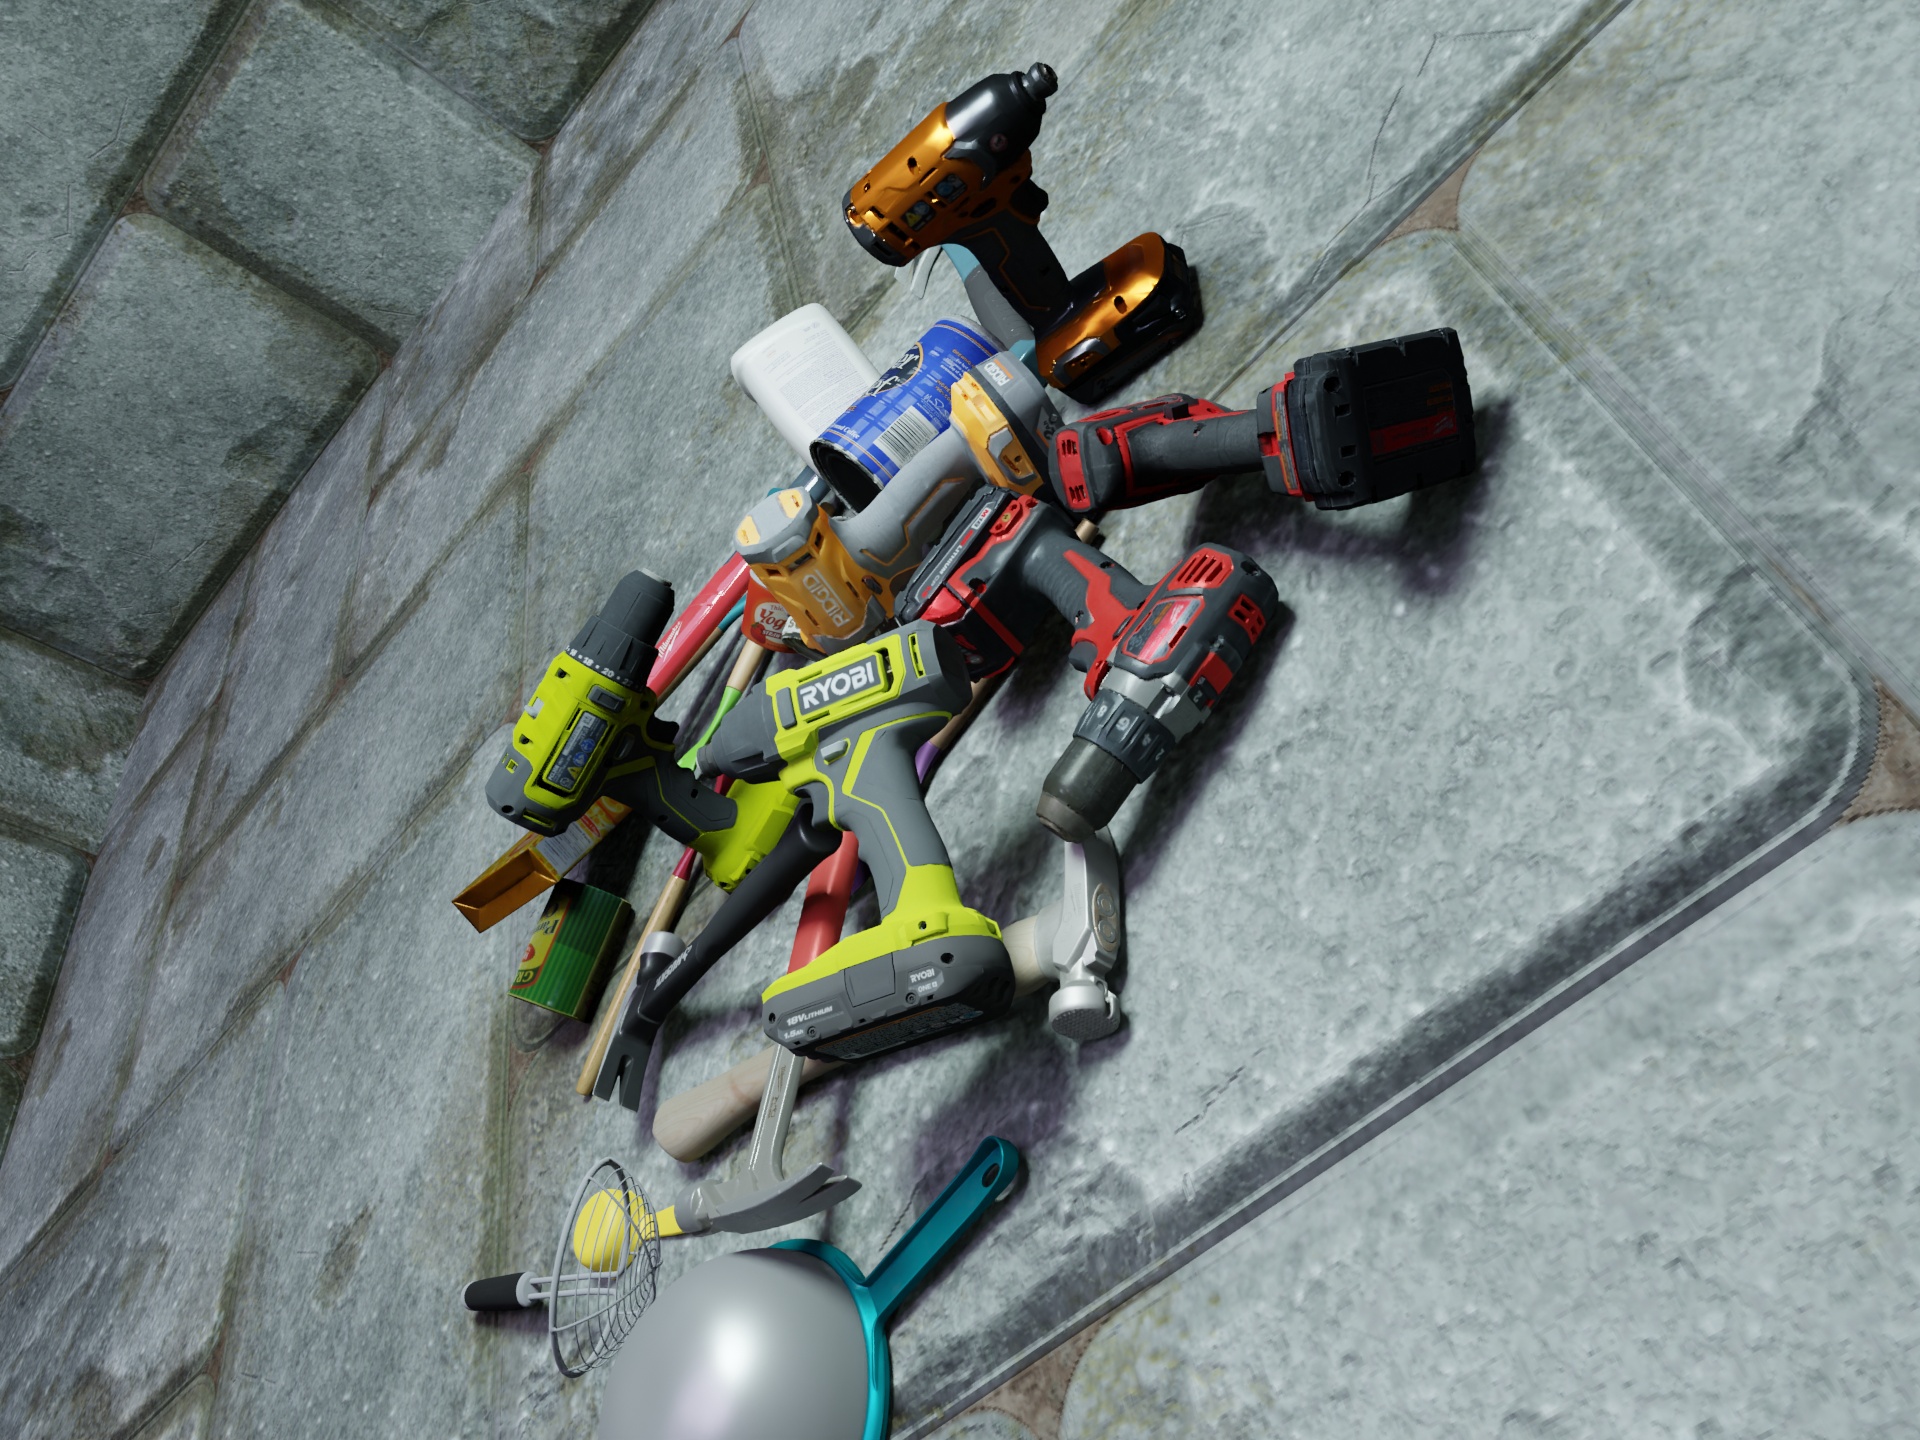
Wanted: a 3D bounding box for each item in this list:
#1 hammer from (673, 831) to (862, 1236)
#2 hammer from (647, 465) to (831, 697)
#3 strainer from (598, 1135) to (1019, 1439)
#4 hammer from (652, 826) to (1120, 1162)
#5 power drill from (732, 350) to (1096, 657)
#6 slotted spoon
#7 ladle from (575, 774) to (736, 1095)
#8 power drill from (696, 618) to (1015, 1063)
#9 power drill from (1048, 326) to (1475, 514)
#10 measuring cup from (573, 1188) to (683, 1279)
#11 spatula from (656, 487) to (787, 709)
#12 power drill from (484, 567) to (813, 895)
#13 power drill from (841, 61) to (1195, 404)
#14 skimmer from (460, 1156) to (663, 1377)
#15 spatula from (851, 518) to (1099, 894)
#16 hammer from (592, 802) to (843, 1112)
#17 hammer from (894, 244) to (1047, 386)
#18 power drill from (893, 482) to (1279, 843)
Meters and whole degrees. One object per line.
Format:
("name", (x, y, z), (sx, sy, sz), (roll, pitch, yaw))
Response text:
("hammer", (-0.087, 0.142, 1.006), (0.149, 0.036, 0.359), (-30, 37, 40))
("hammer", (-0.195, -0.131, 1.350), (0.386, 0.038, 0.143), (-51, 46, -4))
("strainer", (-0.103, 0.342, 0.879), (0.340, 0.095, 0.211), (-51, 34, 15))
("hammer", (-0.061, 0.186, 0.998), (0.410, 0.038, 0.146), (-32, 41, 36))
("power drill", (-0.016, -0.120, 1.087), (0.226, 0.185, 0.084), (-34, 37, 3))
("slotted spoon", (-0.179, -0.048, 1.333), (0.314, 0.031, 0.070), (-65, 6, -13))
("ladle", (-0.234, 0.148, 1.258), (0.315, 0.031, 0.069), (-66, 9, -6))
("power drill", (-0.063, 0.071, 0.898), (0.171, 0.080, 0.223), (-22, 64, 18))
("power drill", (0.167, -0.160, 0.889), (0.220, 0.143, 0.078), (4, 109, 54))
("measuring cup", (-0.216, 0.340, 1.085), (0.156, 0.029, 0.062), (-29, 44, 41))
("spatula", (-0.236, -0.069, 1.380), (0.317, 0.044, 0.082), (-50, 38, -10))
("power drill", (-0.195, 0.018, 1.125), (0.190, 0.228, 0.080), (-60, 34, -1))
("power drill", (0.056, -0.326, 1.063), (0.164, 0.226, 0.084), (-33, 42, 34))
("skimmer", (-0.295, 0.374, 1.070), (0.363, 0.090, 0.127), (-29, 46, 50))
("spatula", (-0.002, -0.003, 1.081), (0.316, 0.018, 0.060), (-55, 31, 9))
("hammer", (-0.165, 0.151, 1.075), (0.334, 0.035, 0.146), (-45, 24, 46))
("hammer", (0.019, -0.361, 1.314), (0.128, 0.033, 0.331), (-45, 36, 20))
("power drill", (0.059, -0.039, 0.948), (0.227, 0.080, 0.188), (28, 79, 47))
